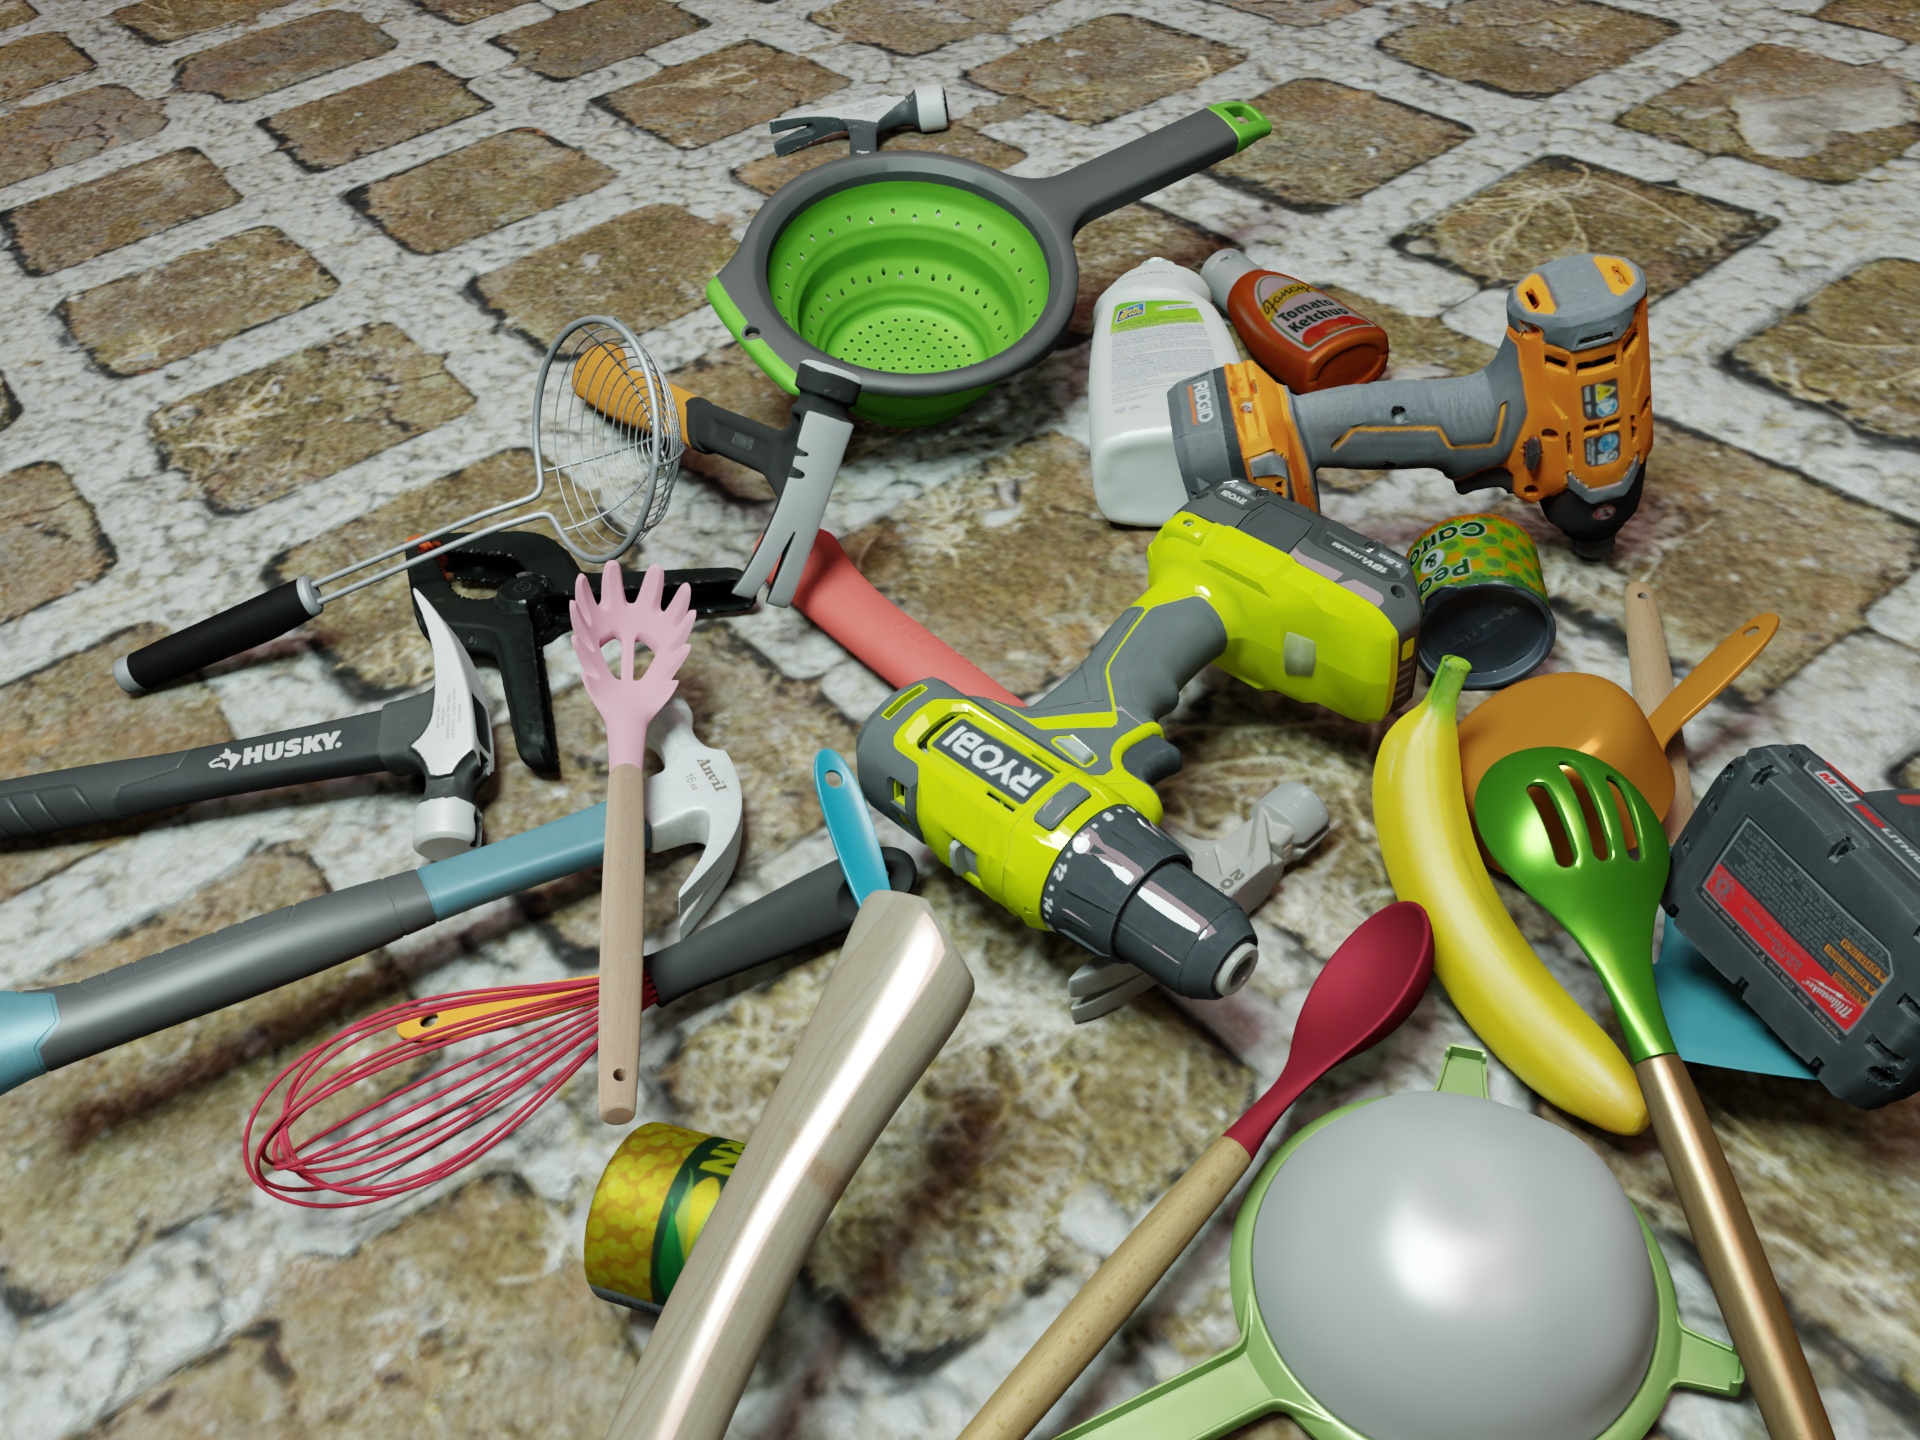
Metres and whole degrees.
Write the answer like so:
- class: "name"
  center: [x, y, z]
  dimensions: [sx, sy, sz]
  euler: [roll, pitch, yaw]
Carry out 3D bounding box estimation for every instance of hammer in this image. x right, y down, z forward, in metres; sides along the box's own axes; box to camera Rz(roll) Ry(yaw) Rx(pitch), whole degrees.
- class: "hammer"
  center: [-0.164, -0.170, 0.941]
  dimensions: [0.034, 0.127, 0.337]
  euler: [12, 12, -36]
- class: "hammer"
  center: [-0.105, 0.232, 0.484]
  dimensions: [0.146, 0.038, 0.411]
  euler: [13, 60, 23]
- class: "hammer"
  center: [-0.001, -0.003, 0.783]
  dimensions: [0.149, 0.036, 0.359]
  euler: [-32, 48, -23]
- class: "hammer"
  center: [-0.402, 0.026, 0.805]
  dimensions: [0.335, 0.035, 0.146]
  euler: [-10, 60, 4]
- class: "hammer"
  center: [-0.078, -0.377, 1.198]
  dimensions: [0.149, 0.036, 0.409]
  euler: [-7, 43, 4]
- class: "hammer"
  center: [-0.248, 0.081, 0.696]
  dimensions: [0.331, 0.033, 0.128]
  euler: [-20, 51, -26]

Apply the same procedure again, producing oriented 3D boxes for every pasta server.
- class: "pasta server"
  center: [-0.145, 0.036, 0.691]
  dimensions: [0.060, 0.040, 0.317]
  euler: [4, 39, -14]

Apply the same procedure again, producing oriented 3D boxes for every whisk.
- class: "whisk"
  center: [-0.148, 0.119, 0.665]
  dimensions: [0.296, 0.073, 0.073]
  euler: [-23, 44, -22]

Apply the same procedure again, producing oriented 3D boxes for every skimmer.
- class: "skimmer"
  center: [-0.310, -0.098, 0.847]
  dimensions: [0.363, 0.090, 0.127]
  euler: [-22, 76, 7]

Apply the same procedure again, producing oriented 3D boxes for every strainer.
- class: "strainer"
  center: [0.120, 0.194, 0.526]
  dimensions: [0.256, 0.069, 0.152]
  euler: [-20, 44, -14]

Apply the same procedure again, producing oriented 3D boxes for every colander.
- class: "colander"
  center: [0.034, -0.289, 1.014]
  dimensions: [0.397, 0.094, 0.205]
  euler: [-30, 65, -19]

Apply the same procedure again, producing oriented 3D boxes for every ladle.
- class: "ladle"
  center: [0.082, 0.169, 0.563]
  dimensions: [0.315, 0.069, 0.031]
  euler: [-39, 90, -33]

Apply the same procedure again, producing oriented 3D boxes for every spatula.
- class: "spatula"
  center: [0.312, 0.033, 0.685]
  dimensions: [0.082, 0.044, 0.318]
  euler: [6, 44, 10]

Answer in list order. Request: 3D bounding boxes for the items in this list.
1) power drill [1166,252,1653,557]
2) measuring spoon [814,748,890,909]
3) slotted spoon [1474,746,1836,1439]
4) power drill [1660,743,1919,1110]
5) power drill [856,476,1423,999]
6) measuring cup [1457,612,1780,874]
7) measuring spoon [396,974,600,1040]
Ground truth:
- class: "power drill"
  center: [0.233, -0.129, 0.808]
  dimensions: [0.226, 0.164, 0.084]
  euler: [-13, 41, 14]
- class: "measuring spoon"
  center: [-0.043, 0.073, 0.689]
  dimensions: [0.042, 0.021, 0.129]
  euler: [-7, 65, -28]
- class: "slotted spoon"
  center: [0.247, 0.139, 0.536]
  dimensions: [0.070, 0.031, 0.314]
  euler: [-6, 60, -7]
- class: "power drill"
  center: [0.398, 0.074, 0.577]
  dimensions: [0.226, 0.080, 0.188]
  euler: [-6, 42, -23]
- class: "power drill"
  center: [0.095, 0.005, 0.681]
  dimensions: [0.191, 0.080, 0.228]
  euler: [33, 59, 33]
- class: "measuring cup"
  center: [0.283, -0.007, 0.683]
  dimensions: [0.173, 0.052, 0.095]
  euler: [-40, 23, -8]
- class: "measuring spoon"
  center: [-0.191, 0.122, 0.699]
  dimensions: [0.117, 0.011, 0.021]
  euler: [-12, 43, -3]
